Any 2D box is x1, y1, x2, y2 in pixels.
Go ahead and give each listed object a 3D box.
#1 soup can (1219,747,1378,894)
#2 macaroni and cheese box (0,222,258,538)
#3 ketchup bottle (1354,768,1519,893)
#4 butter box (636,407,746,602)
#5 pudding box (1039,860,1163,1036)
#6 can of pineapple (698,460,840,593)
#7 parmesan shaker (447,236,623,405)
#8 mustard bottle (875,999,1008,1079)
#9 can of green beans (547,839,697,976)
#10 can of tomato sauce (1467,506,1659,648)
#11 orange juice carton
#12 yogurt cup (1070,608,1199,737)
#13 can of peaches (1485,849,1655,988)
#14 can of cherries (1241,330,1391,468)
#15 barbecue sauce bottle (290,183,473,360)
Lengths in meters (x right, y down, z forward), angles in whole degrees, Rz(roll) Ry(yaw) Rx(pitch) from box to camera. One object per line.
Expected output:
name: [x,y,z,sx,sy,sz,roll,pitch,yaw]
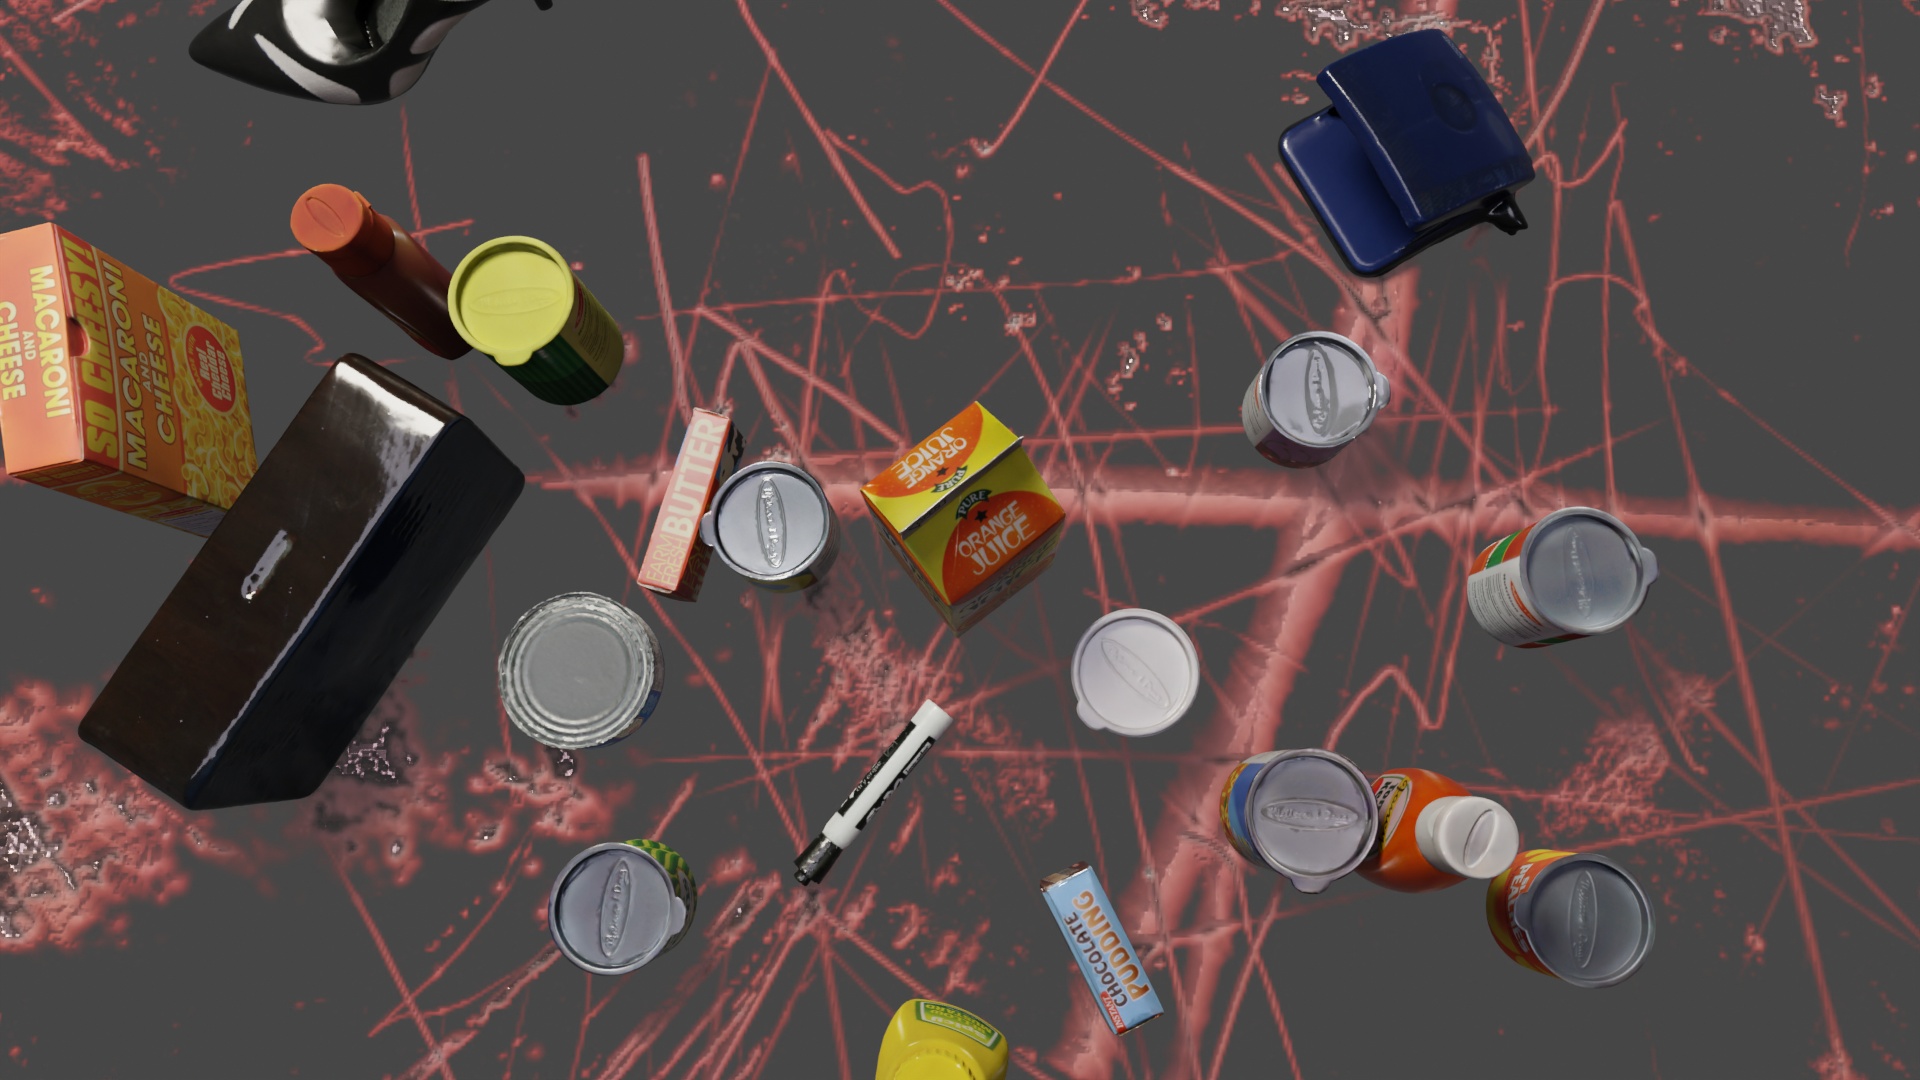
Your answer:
soup can: [0.174,0.145,0.726,0.071,0.083,0.071,0,80,1]
macaroni and cheese box: [-0.436,-0.078,0.736,0.040,0.166,0.124,-14,80,-1]
ketchup bottle: [0.234,0.146,0.692,0.043,0.148,0.065,25,81,5]
butter box: [-0.149,-0.018,0.778,0.024,0.053,0.103,15,80,4]
pudding box: [0.073,0.214,0.733,0.030,0.049,0.084,-27,80,-4]
can of pineapple: [-0.104,-0.007,0.772,0.071,0.057,0.071,0,80,1]
parmesan shaker: [-0.233,-0.116,0.772,0.071,0.103,0.071,0,80,1]
mustard bottle: [-0.010,0.259,0.669,0.065,0.160,0.049,20,81,4]
can of green beans: [-0.177,0.193,0.736,0.071,0.057,0.071,0,80,1]
can of tomato sauce: [0.321,0.022,0.748,0.071,0.083,0.071,0,80,1]
orange juice carton: [0.003,-0.009,0.703,0.072,0.192,0.073,-37,81,-5]
yogurt cup: [0.093,0.074,0.756,0.072,0.054,0.072,0,80,1]
can of peaches: [0.315,0.196,0.728,0.071,0.058,0.071,0,80,1]
can of cherries: [0.198,-0.077,0.781,0.071,0.058,0.071,0,80,1]
barbecue sauce bottle: [-0.310,-0.147,0.756,0.044,0.148,0.065,-44,82,-6]
